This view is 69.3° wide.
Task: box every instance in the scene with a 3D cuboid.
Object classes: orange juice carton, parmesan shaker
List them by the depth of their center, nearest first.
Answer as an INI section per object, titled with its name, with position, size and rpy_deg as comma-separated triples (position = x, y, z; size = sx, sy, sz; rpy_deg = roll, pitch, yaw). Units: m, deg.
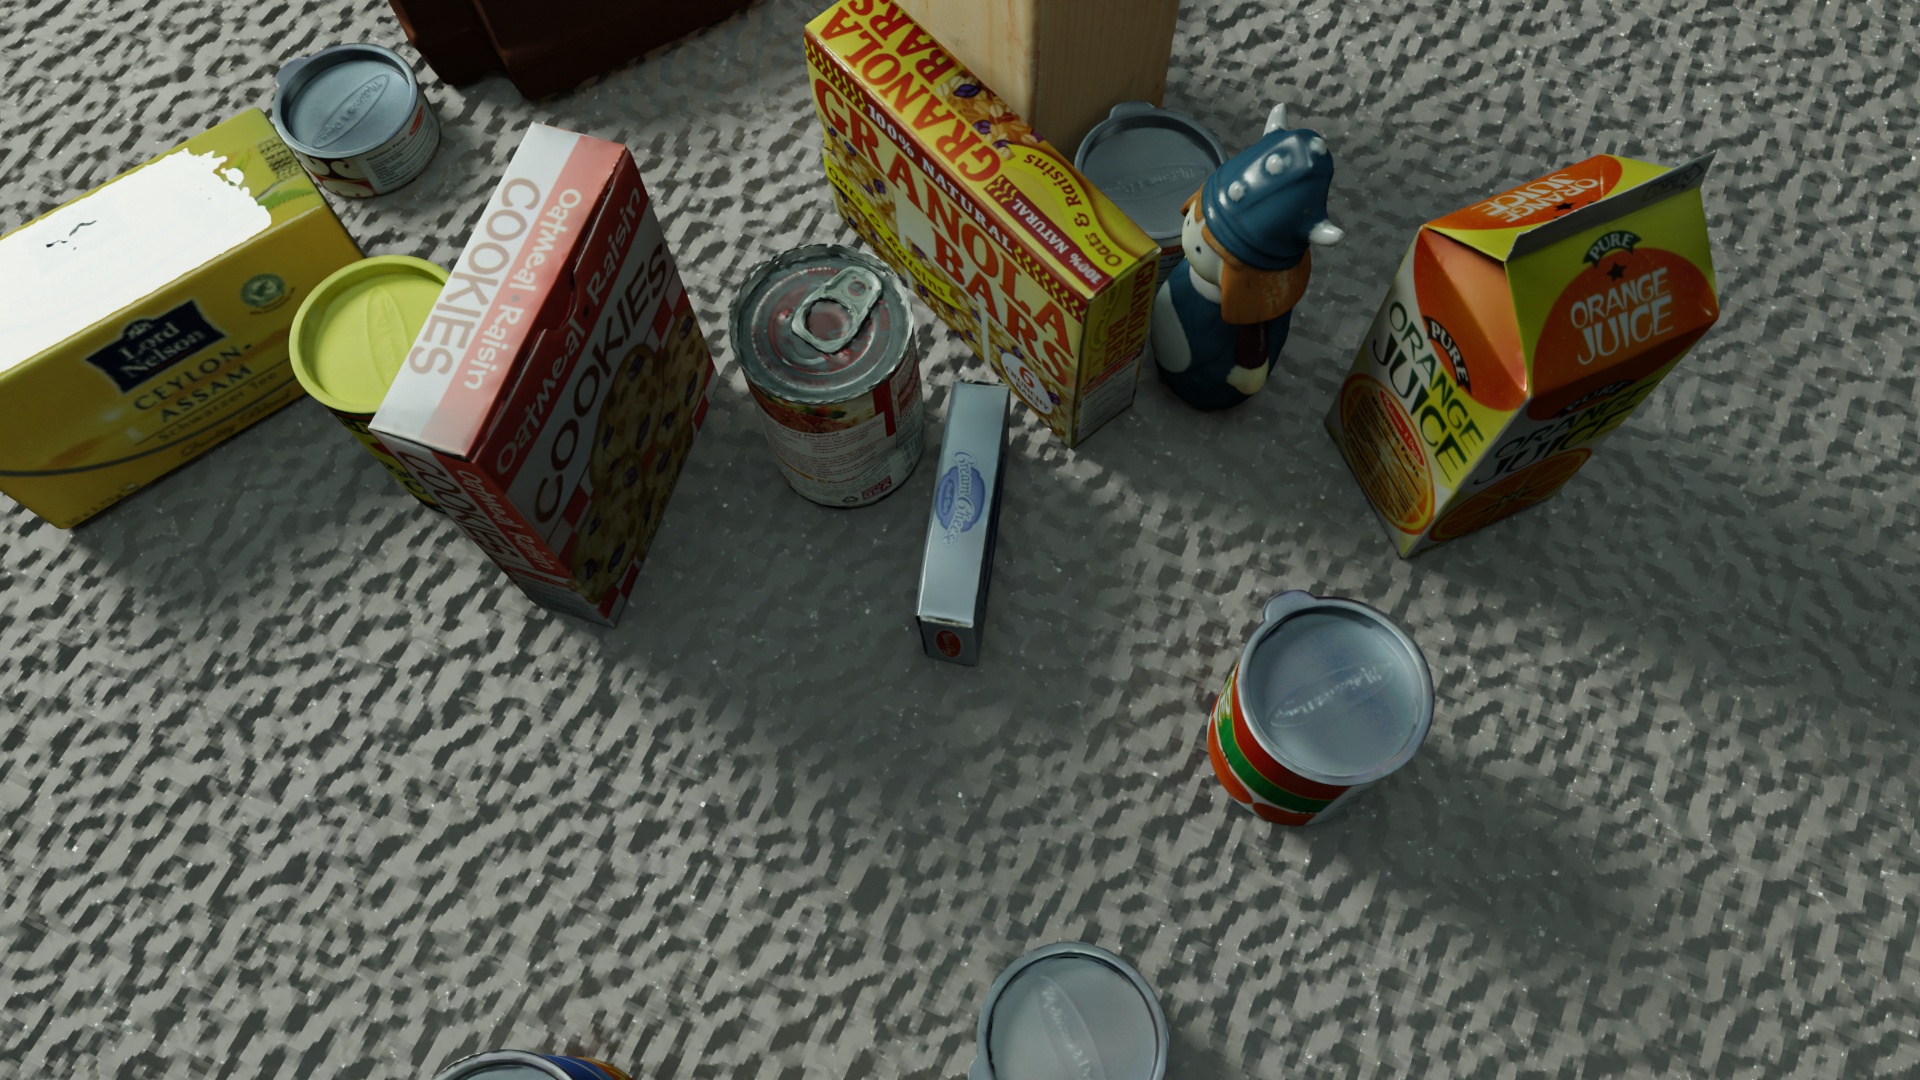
[orange juice carton]
position = 0.199, -0.069, 0.501
size = 0.072, 0.192, 0.073
rpy_deg = -22, 69, -7
[parmesan shaker]
position = -0.209, -0.058, 0.555
size = 0.071, 0.102, 0.071
rpy_deg = 0, 68, 1

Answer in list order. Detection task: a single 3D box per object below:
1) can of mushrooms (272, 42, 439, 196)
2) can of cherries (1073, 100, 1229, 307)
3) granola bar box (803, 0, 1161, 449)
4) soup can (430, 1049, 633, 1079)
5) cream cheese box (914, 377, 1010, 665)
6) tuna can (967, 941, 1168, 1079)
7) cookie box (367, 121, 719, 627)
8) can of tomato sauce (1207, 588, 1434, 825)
[can of mushrooms]
position = -0.284, -0.198, 0.651
size = 0.071, 0.033, 0.071
rpy_deg = 0, 68, 1
[can of cherries]
position = 0.081, -0.146, 0.608
size = 0.071, 0.058, 0.072
rpy_deg = 0, 68, 1
[granola bar box]
position = 0.006, -0.128, 0.567
size = 0.039, 0.123, 0.166
rpy_deg = -39, 72, -13
[soup can]
position = -0.138, 0.205, 0.457
size = 0.071, 0.083, 0.071
rpy_deg = 0, 68, 1
[cream cheese box]
position = 0.002, -0.007, 0.556
size = 0.024, 0.053, 0.104
rpy_deg = 7, 68, 4
[tuna can]
position = 0.037, 0.179, 0.491
size = 0.071, 0.032, 0.071
rpy_deg = 0, 68, 1
[cookie box]
position = -0.142, -0.052, 0.517
size = 0.040, 0.167, 0.123
rpy_deg = 16, 70, 8
[can of tomato sauce]
position = 0.127, 0.063, 0.508
size = 0.071, 0.082, 0.071
rpy_deg = 0, 68, 1
